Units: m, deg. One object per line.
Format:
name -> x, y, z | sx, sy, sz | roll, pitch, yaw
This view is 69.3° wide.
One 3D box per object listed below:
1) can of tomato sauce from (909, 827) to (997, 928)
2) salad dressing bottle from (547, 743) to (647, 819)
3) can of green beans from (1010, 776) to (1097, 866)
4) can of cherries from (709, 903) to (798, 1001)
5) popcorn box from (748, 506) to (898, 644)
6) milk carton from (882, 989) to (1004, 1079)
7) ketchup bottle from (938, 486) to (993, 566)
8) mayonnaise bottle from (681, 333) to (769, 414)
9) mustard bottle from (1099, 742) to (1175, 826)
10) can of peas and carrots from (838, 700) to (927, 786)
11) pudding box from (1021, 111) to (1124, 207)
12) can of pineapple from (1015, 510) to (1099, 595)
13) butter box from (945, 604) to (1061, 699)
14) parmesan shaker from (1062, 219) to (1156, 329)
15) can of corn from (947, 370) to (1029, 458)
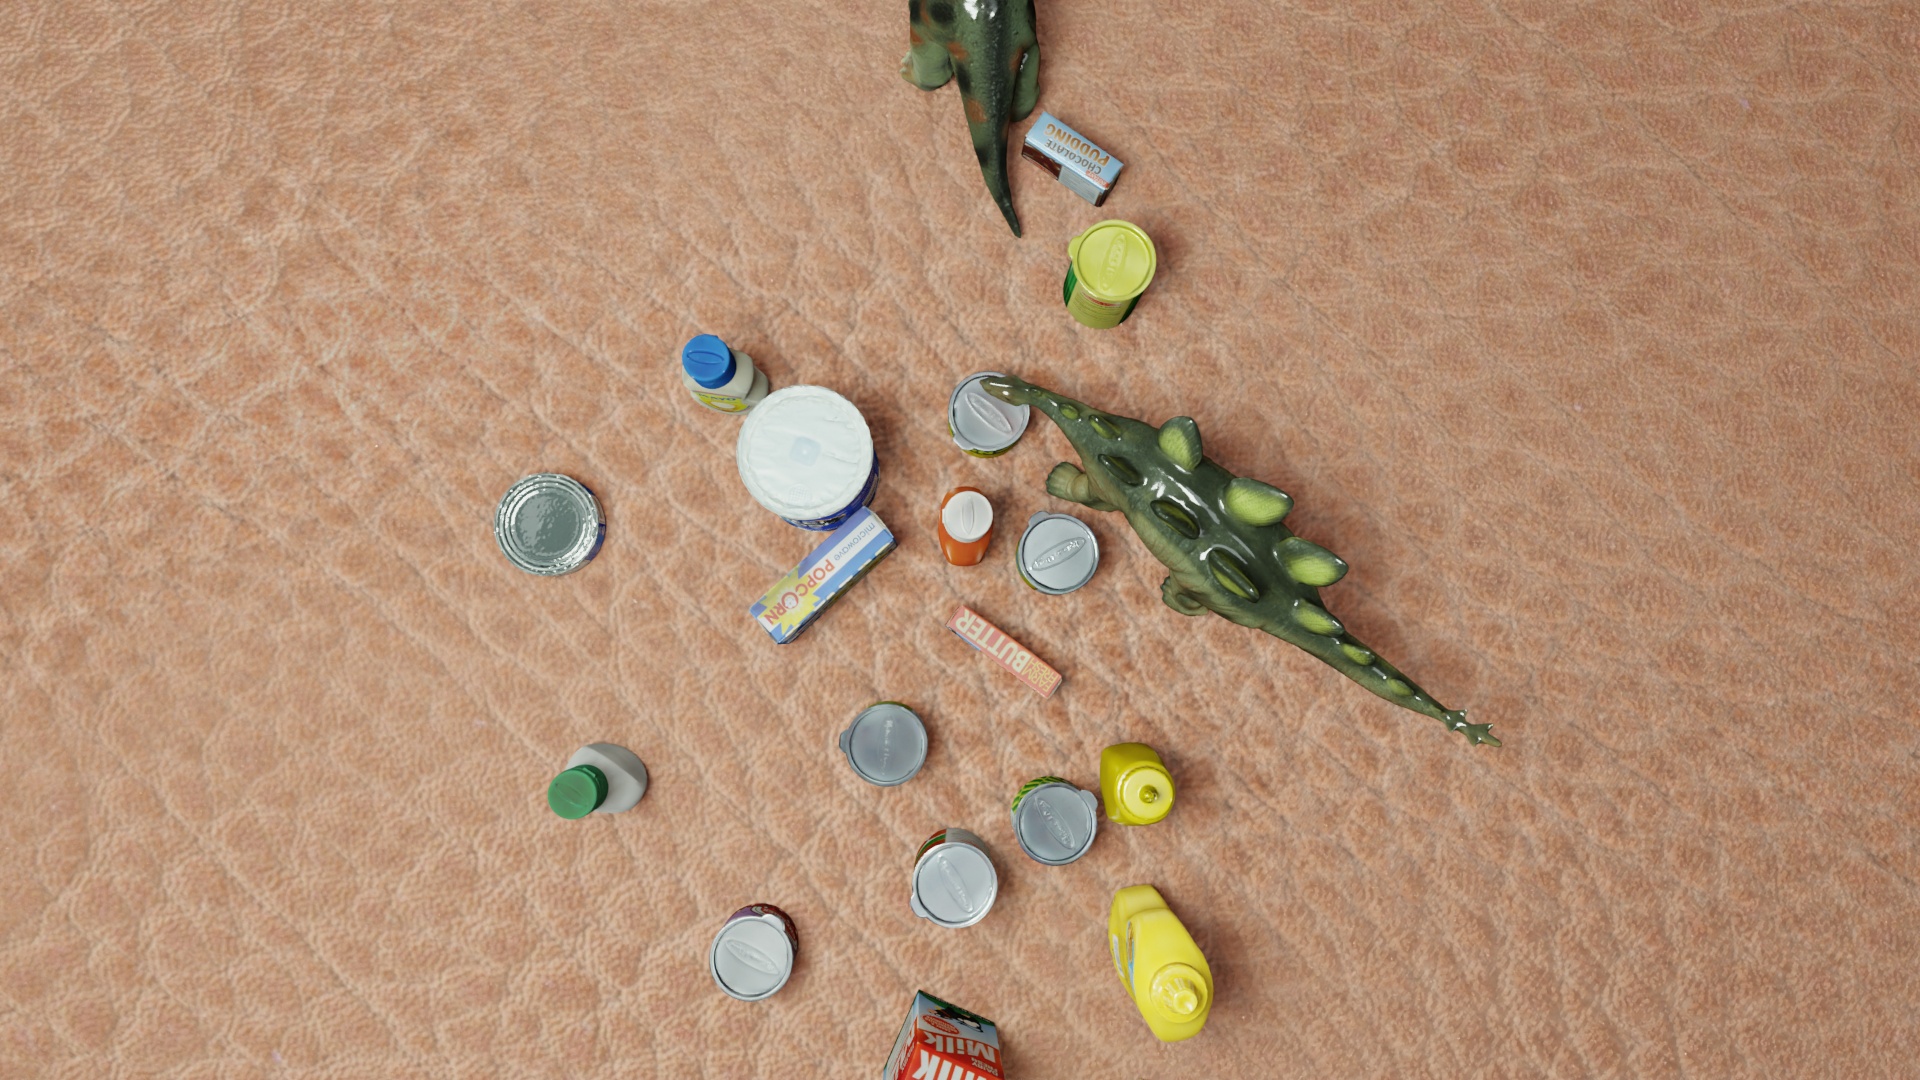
can of tomato sauce -> -0.007, 0.271, 1.116 | 0.071, 0.083, 0.071 | 0, 86, -1
salad dressing bottle -> -0.285, 0.189, 1.084 | 0.064, 0.147, 0.044 | 34, 86, 1
can of green beans -> 0.075, 0.228, 1.133 | 0.071, 0.058, 0.071 | 0, 86, -1
can of cherries -> -0.163, 0.329, 1.121 | 0.071, 0.058, 0.071 | 0, 86, -1
popcorn box -> -0.109, 0.029, 1.132 | 0.127, 0.085, 0.038 | -42, 88, -4
milk carton -> -0.015, 0.411, 1.051 | 0.072, 0.190, 0.073 | 24, 86, 1
ketchup bottle -> 0.004, -0.014, 1.105 | 0.043, 0.148, 0.064 | -1, 86, -1
mayonnaise bottle -> -0.192, -0.132, 1.111 | 0.065, 0.148, 0.041 | 8, 86, 0
mustard bottle -> 0.140, 0.194, 1.086 | 0.049, 0.160, 0.065 | -5, 86, -1
can of peas and carrots -> -0.062, 0.165, 1.135 | 0.071, 0.058, 0.071 | 0, 86, -1
pudding box -> 0.094, -0.323, 1.181 | 0.084, 0.049, 0.030 | 34, 86, 1
can of pineapple -> 0.079, 0.011, 1.150 | 0.071, 0.058, 0.071 | 0, 86, -1
butter box -> 0.035, 0.091, 1.146 | 0.103, 0.053, 0.024 | 36, 86, 2
parmesan shaker -> 0.118, -0.219, 1.146 | 0.071, 0.103, 0.071 | 0, 86, -1
can of corn -> 0.021, -0.102, 1.158 | 0.071, 0.058, 0.071 | 0, 86, -1
